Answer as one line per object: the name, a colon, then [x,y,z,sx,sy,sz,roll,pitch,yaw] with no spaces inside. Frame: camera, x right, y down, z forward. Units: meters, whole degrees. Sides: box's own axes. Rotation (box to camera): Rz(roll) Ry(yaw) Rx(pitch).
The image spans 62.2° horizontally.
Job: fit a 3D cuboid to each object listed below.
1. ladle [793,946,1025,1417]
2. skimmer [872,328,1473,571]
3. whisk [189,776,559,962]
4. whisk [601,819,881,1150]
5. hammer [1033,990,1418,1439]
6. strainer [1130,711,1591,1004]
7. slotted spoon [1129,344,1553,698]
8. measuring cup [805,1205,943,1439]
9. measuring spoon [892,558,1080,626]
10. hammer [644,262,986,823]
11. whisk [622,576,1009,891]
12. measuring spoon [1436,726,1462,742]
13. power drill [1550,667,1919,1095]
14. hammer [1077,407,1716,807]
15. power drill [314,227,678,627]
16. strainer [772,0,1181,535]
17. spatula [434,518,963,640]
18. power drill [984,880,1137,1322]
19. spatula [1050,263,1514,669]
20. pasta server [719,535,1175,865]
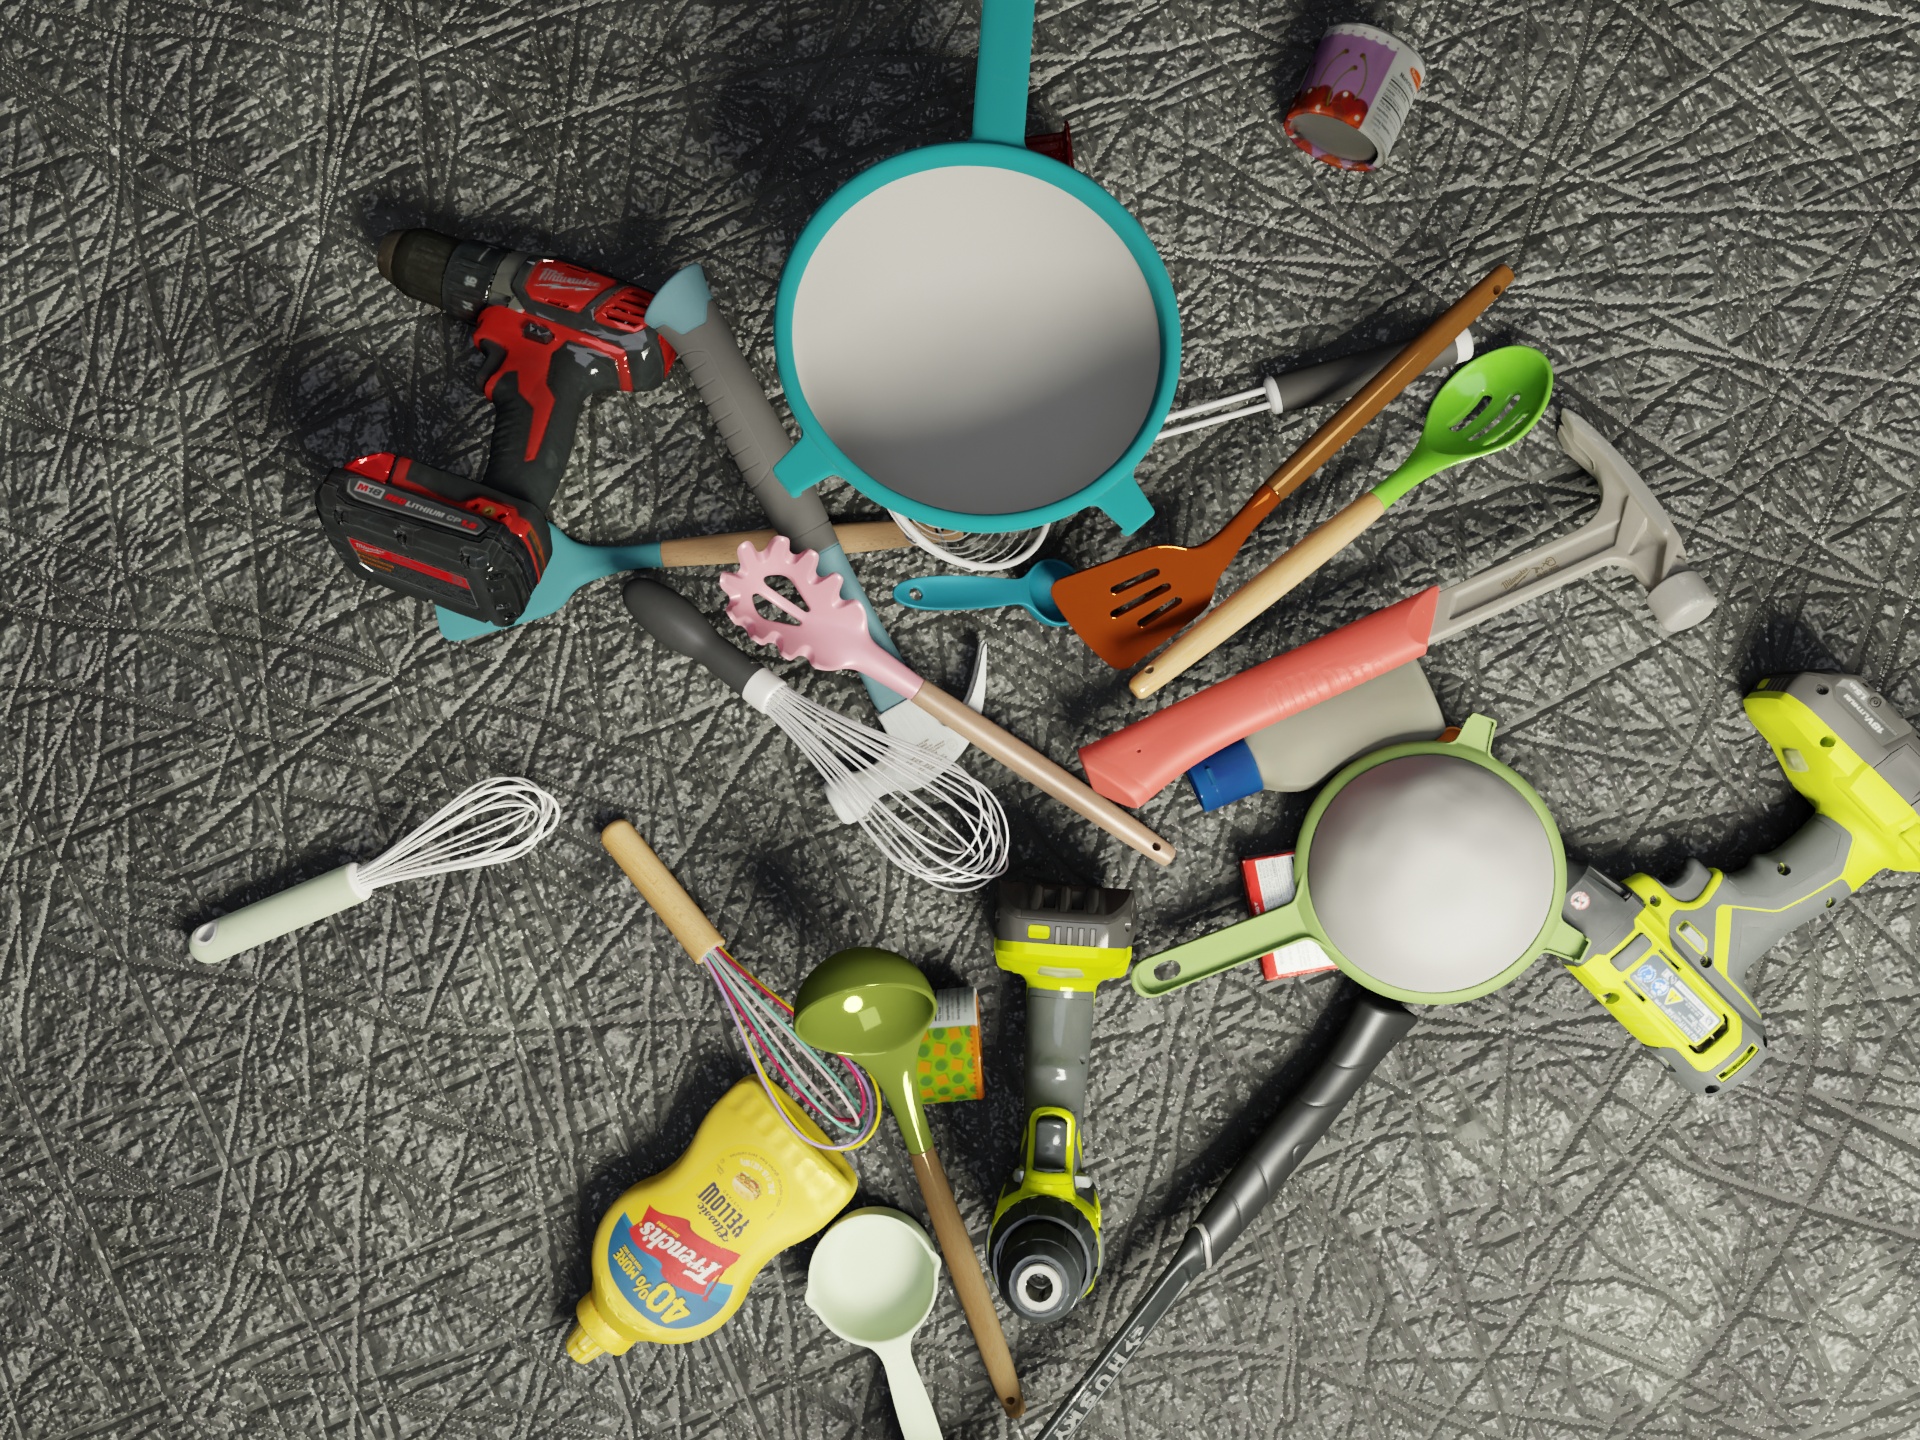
ladle: [-0.015,0.268,0.890,0.078,0.062,0.320,-16,106,6]
skimmer: [0.128,-0.182,0.929,0.363,0.090,0.127,-16,82,1]
whisk: [-0.357,0.095,0.966,0.246,0.059,0.058,-22,50,5]
whisk: [-0.131,0.152,0.943,0.245,0.051,0.047,48,113,14]
hammer: [0.129,0.321,0.915,0.409,0.036,0.149,-49,130,-7]
strainer: [0.214,0.106,0.890,0.256,0.069,0.151,-22,85,8]
slotted spoon: [0.222,-0.113,0.932,0.314,0.031,0.070,-38,44,-5]
measuring cup: [-0.037,0.370,0.943,0.083,0.038,0.167,-18,89,2]
measuring spoon: [0.015,-0.073,0.941,0.128,0.021,0.042,-3,76,-27]
hammer: [-0.092,-0.110,0.938,0.128,0.033,0.331,-28,98,0]
whisk: [-0.087,0.001,0.907,0.285,0.070,0.070,37,90,15]
measuring spoon: [0.272,0.056,0.956,0.021,0.011,0.117,29,93,9]
power drill: [0.445,0.080,0.915,0.223,0.080,0.171,-44,87,3]
hammer: [0.233,-0.050,0.919,0.359,0.036,0.149,-24,61,1]
power drill: [-0.288,-0.186,0.930,0.188,0.080,0.227,20,66,3]
strainer: [0.011,-0.255,0.867,0.211,0.095,0.340,6,79,-5]
spatula: [-0.156,-0.102,0.962,0.317,0.044,0.082,-5,90,1]
power drill: [0.051,0.205,0.872,0.080,0.190,0.228,3,84,5]
spatula: [0.195,-0.153,0.929,0.322,0.041,0.081,-43,123,2]
pasta server: [-0.001,-0.003,0.922,0.316,0.040,0.060,34,84,-11]
